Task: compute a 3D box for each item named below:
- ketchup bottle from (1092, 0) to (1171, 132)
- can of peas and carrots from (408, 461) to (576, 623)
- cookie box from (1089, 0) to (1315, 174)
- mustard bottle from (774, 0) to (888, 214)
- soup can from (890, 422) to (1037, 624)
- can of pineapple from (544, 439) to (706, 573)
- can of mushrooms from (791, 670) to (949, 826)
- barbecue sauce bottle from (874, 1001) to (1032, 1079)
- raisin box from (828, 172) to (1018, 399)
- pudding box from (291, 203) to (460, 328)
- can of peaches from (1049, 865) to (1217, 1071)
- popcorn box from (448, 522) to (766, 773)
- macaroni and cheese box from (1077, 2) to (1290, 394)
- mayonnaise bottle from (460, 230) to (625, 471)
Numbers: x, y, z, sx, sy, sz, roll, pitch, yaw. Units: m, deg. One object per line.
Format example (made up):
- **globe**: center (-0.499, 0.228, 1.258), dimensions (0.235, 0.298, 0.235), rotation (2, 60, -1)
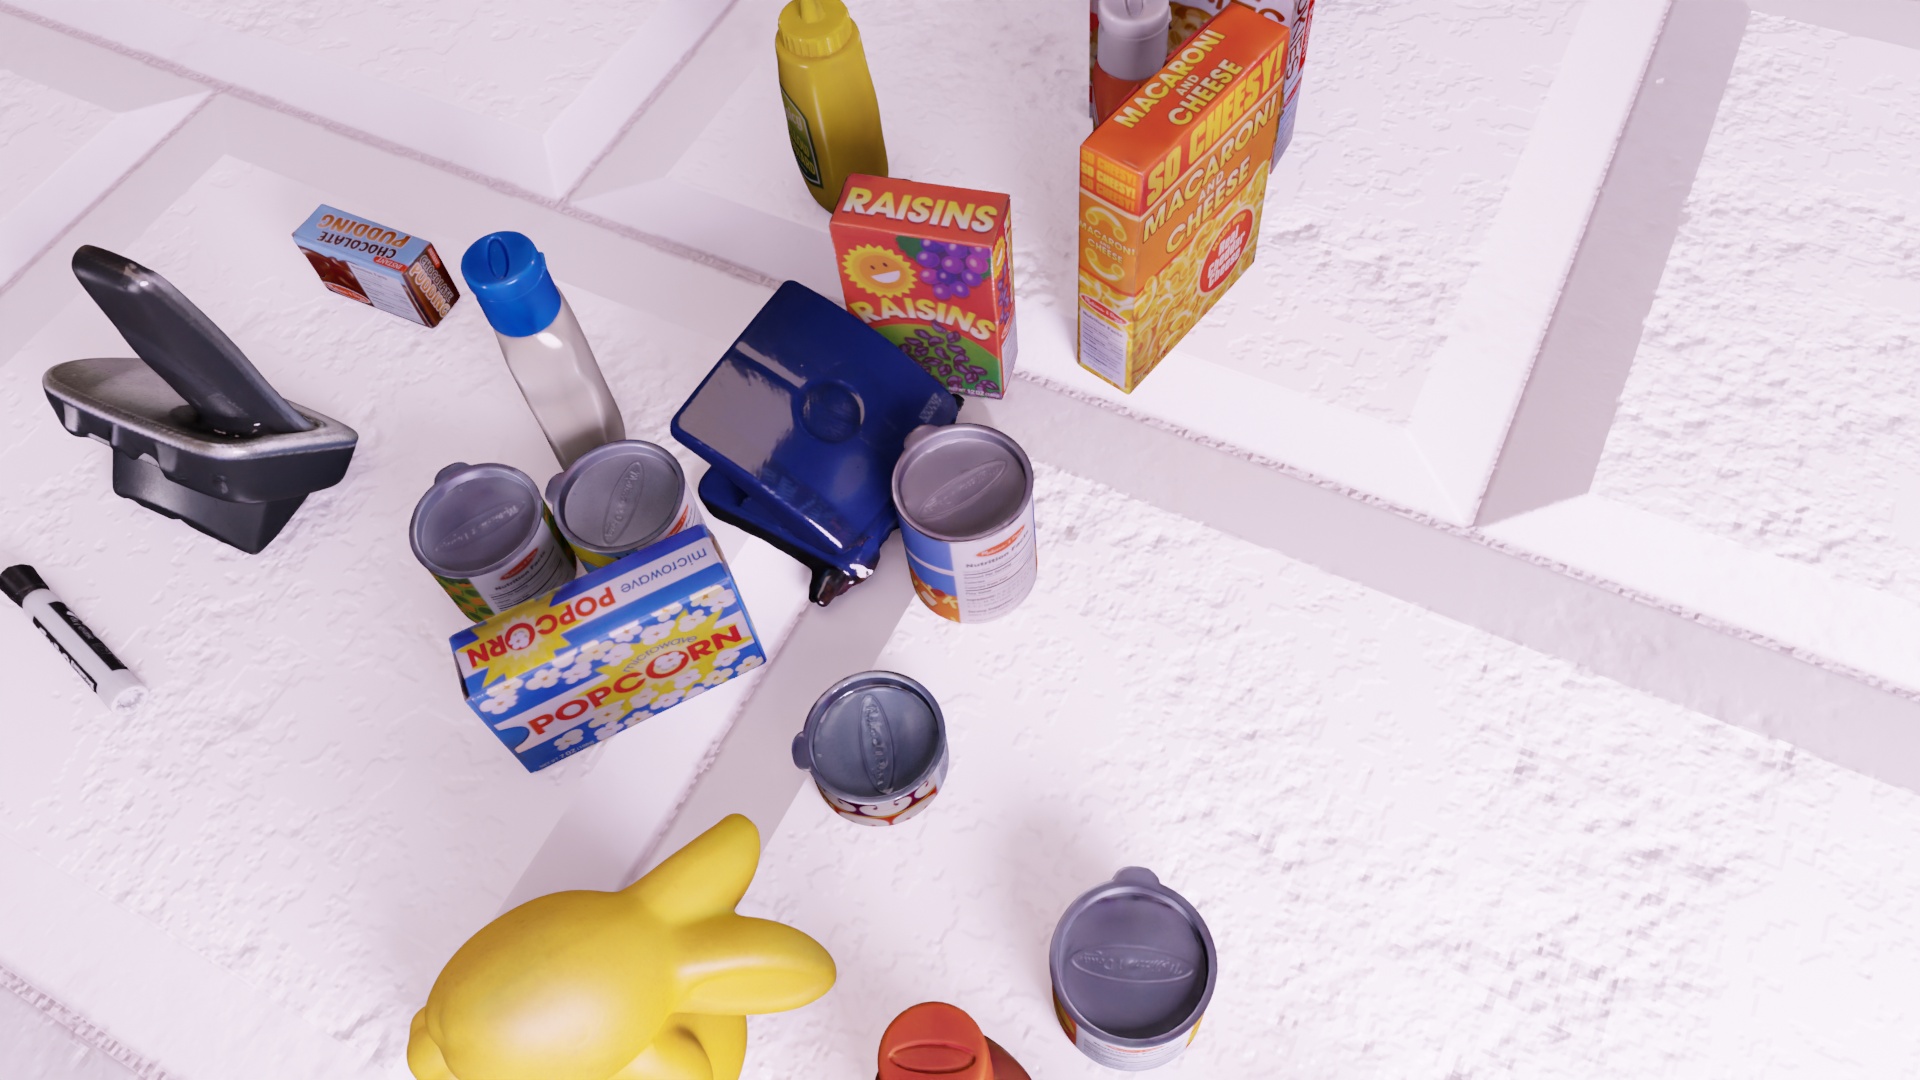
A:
- **ketchup bottle**: center (0.095, -0.238, 0.770), dimensions (0.043, 0.148, 0.065), rotation (-2, 59, 4)
- **can of peas and carrots**: center (-0.236, 0.002, 0.704), dimensions (0.071, 0.058, 0.071), rotation (-2, 59, 4)
- **cookie box**: center (0.136, -0.299, 0.793), dimensions (0.123, 0.166, 0.040), rotation (24, 64, 18)
- **mustard bottle**: center (-0.077, -0.259, 0.790), dimensions (0.049, 0.159, 0.065), rotation (-27, 61, -11)
- **soup can**: center (0.002, -0.008, 0.676), dimensions (0.071, 0.083, 0.071), rotation (-2, 59, 4)
- **can of pineapple**: center (-0.167, -0.009, 0.706), dimensions (0.071, 0.057, 0.071), rotation (-2, 59, 4)
- **can of mushrooms**: center (-0.041, 0.097, 0.645), dimensions (0.071, 0.033, 0.071), rotation (-2, 59, 3)
- **barbecue sauce bottle**: center (-0.004, 0.205, 0.509), dimensions (0.065, 0.147, 0.044), rotation (1, 59, 5)
- **raisin box**: center (-0.016, -0.132, 0.729), dimensions (0.086, 0.122, 0.040), rotation (11, 61, 11)
- **pudding box**: center (-0.344, -0.161, 0.817), dimensions (0.084, 0.049, 0.030), rotation (20, 63, 16)
- **can of peaches**: center (0.070, 0.178, 0.572), dimensions (0.071, 0.057, 0.071), rotation (-2, 59, 4)
- **popcorn box**: center (-0.161, 0.052, 0.652), dimensions (0.127, 0.084, 0.038), rotation (-25, 60, -10)
- **macaroni and cheese box**: center (0.111, -0.172, 0.718), dimensions (0.040, 0.165, 0.124), rotation (34, 67, 22)
- **mayonnaise bottle**: center (-0.210, -0.094, 0.708), dimensions (0.041, 0.147, 0.065), rotation (-18, 59, -6)
